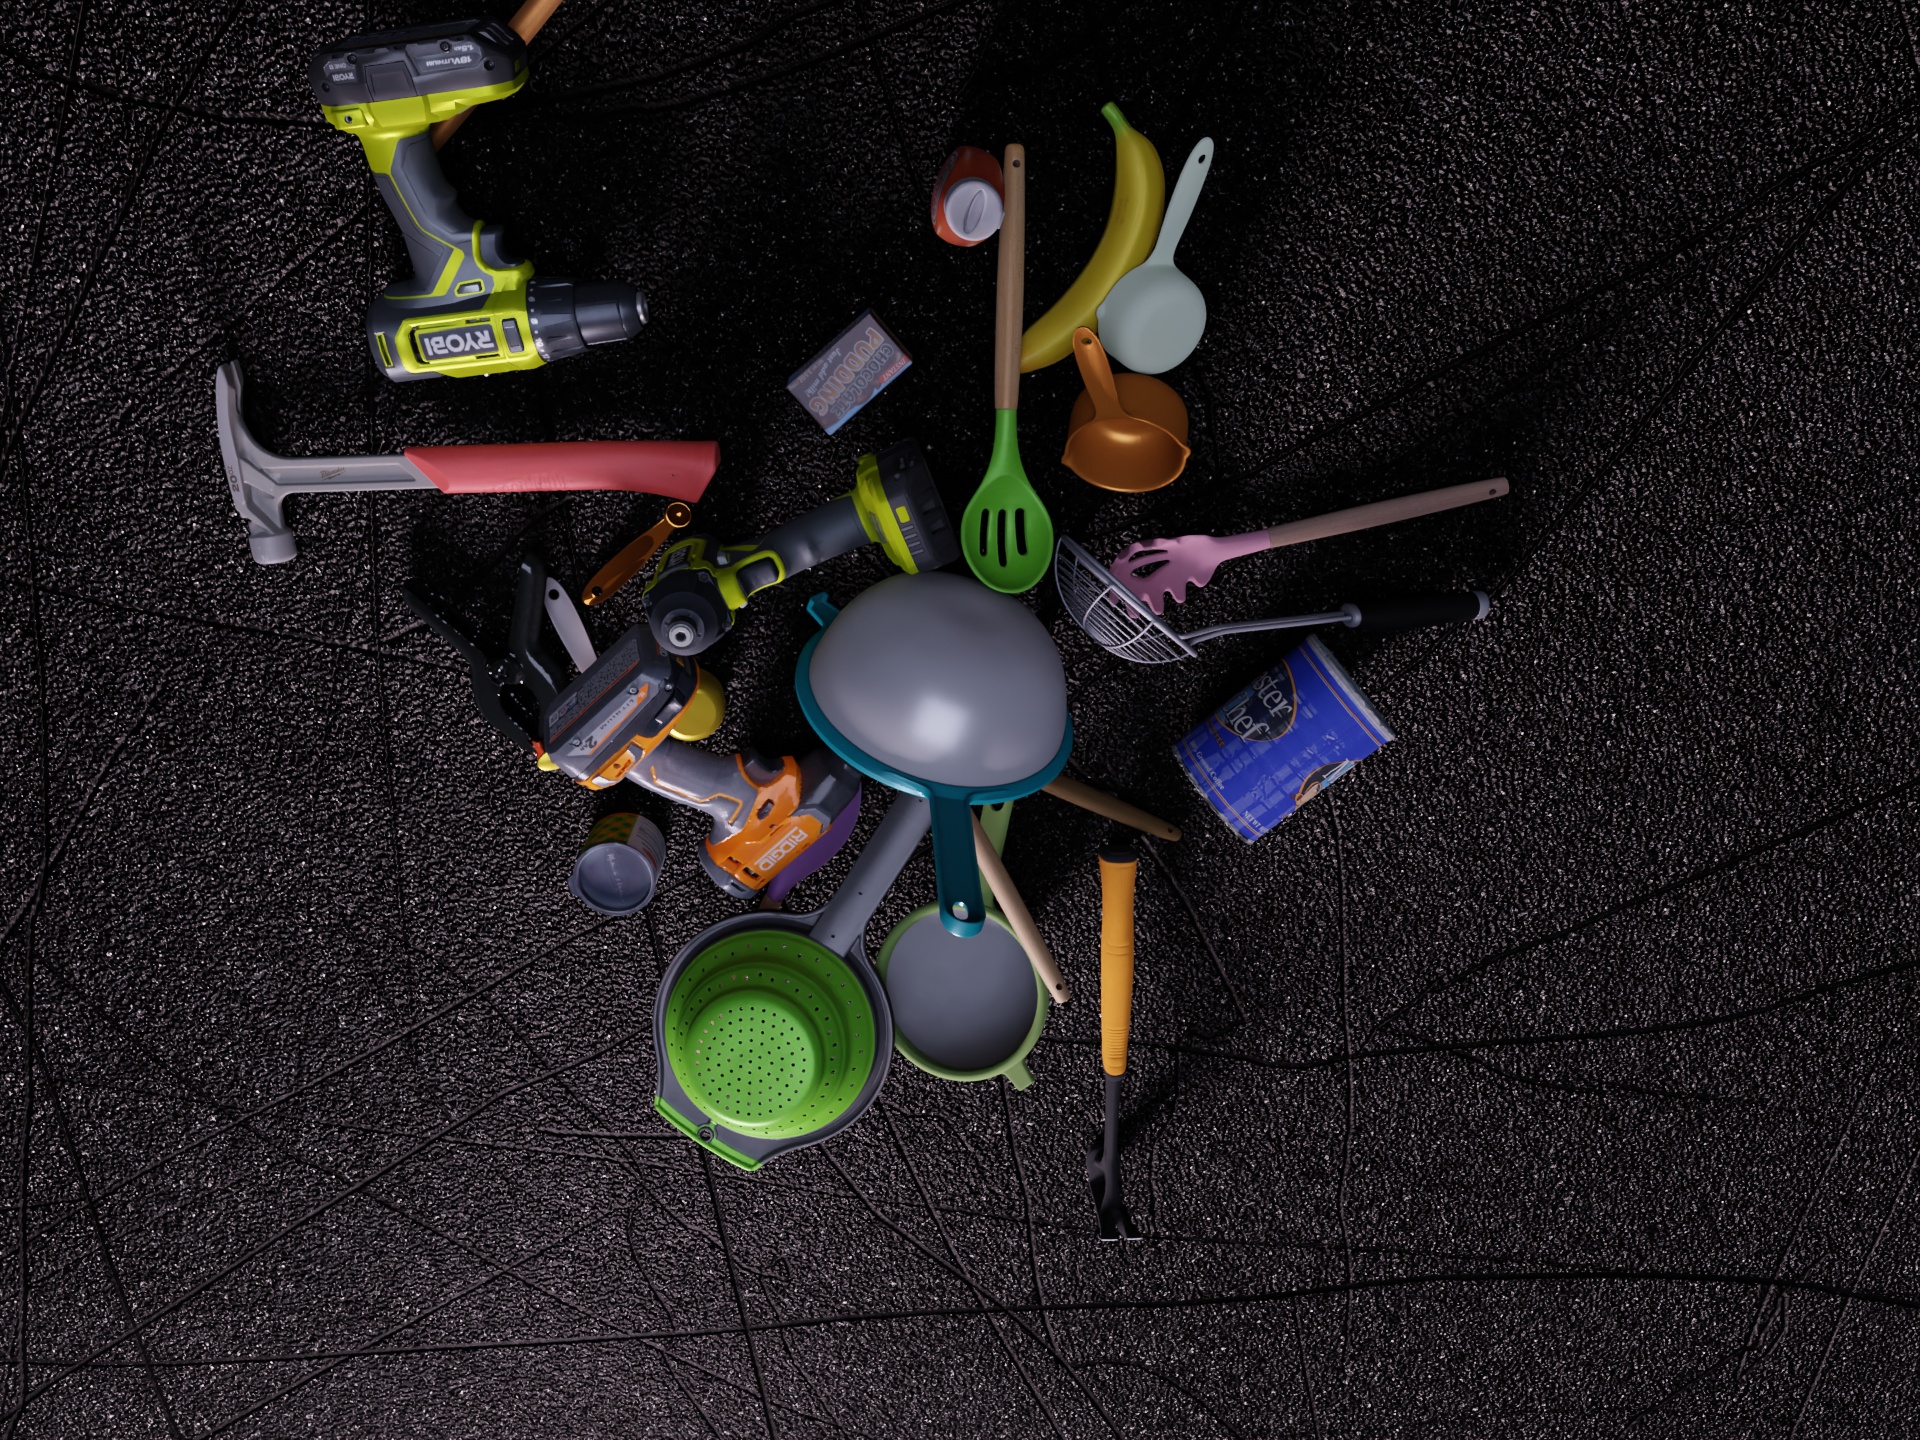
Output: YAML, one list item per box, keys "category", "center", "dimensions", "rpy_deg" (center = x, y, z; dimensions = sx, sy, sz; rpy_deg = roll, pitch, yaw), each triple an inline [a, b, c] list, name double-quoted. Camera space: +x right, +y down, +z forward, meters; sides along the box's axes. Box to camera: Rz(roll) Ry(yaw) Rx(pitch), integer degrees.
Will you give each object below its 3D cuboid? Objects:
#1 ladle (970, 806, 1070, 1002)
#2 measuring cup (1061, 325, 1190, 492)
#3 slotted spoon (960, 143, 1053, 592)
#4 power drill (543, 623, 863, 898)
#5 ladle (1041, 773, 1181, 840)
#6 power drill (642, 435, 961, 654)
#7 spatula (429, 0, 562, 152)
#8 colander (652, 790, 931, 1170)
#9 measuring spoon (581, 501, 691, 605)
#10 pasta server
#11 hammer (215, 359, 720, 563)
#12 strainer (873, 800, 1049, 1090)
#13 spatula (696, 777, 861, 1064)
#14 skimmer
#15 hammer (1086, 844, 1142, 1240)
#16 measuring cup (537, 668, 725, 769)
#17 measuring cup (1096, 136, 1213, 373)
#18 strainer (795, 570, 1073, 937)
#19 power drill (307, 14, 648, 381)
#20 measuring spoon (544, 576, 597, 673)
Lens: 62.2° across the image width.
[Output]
- category: "ladle"
  center: [0.005, 0.084, 1.256]
  dimensions: [0.078, 0.062, 0.320]
  rpy_deg: [-31, 101, -15]
- category: "measuring cup"
  center: [0.109, -0.233, 1.125]
  dimensions: [0.095, 0.052, 0.173]
  rpy_deg: [-1, 149, 20]
- category: "slotted spoon"
  center: [0.036, -0.249, 1.140]
  dimensions: [0.070, 0.031, 0.313]
  rpy_deg: [-1, 99, -14]
- category: "power drill"
  center: [-0.184, 0.027, 1.218]
  dimensions: [0.164, 0.084, 0.226]
  rpy_deg: [-40, 125, 13]
- category: "ladle"
  center: [0.056, 0.043, 1.244]
  dimensions: [0.315, 0.031, 0.069]
  rpy_deg: [23, 68, -30]
- category: "power drill"
  center: [-0.118, -0.118, 1.145]
  dimensions: [0.223, 0.171, 0.080]
  rpy_deg: [-23, 111, 4]
- category: "spatula"
  center: [-0.264, -0.497, 1.066]
  dimensions: [0.322, 0.041, 0.081]
  rpy_deg: [-42, 108, 18]
- category: "colander"
  center: [-0.115, 0.192, 1.270]
  dimensions: [0.204, 0.094, 0.397]
  rpy_deg: [33, 97, 1]
- category: "measuring spoon"
  center: [-0.250, -0.128, 1.223]
  dimensions: [0.117, 0.011, 0.021]
  rpy_deg: [-39, 108, 17]
- category: "pasta server"
  center: [0.264, -0.142, 1.216]
  dimensions: [0.316, 0.040, 0.060]
  rpy_deg: [-12, 124, 2]
- category: "hammer"
  center: [-0.360, -0.196, 1.177]
  dimensions: [0.359, 0.037, 0.149]
  rpy_deg: [-2, 112, 0]
- category: "strainer"
  center: [0.018, 0.169, 1.327]
  dimensions: [0.151, 0.069, 0.256]
  rpy_deg: [13, 94, 17]
- category: "spatula"
  center: [-0.165, 0.170, 1.340]
  dimensions: [0.059, 0.018, 0.316]
  rpy_deg: [24, 108, -12]
- category: "skimmer"
  center: [0.241, -0.099, 1.175]
  dimensions: [0.363, 0.127, 0.090]
  rpy_deg: [-6, 119, -19]
- category: "hammer"
  center: [0.131, 0.268, 1.344]
  dimensions: [0.034, 0.127, 0.336]
  rpy_deg: [-1, 106, -3]
- category: "measuring cup"
  center: [-0.258, 0.009, 1.248]
  dimensions: [0.156, 0.029, 0.062]
  rpy_deg: [-24, 121, -6]
- category: "measuring cup"
  center: [0.151, -0.318, 1.109]
  dimensions: [0.083, 0.038, 0.167]
  rpy_deg: [-7, 133, -31]
- category: "strainer"
  center: [-0.002, -0.003, 1.095]
  dimensions: [0.211, 0.341, 0.095]
  rpy_deg: [10, 127, -14]
- category: "power drill"
  center: [-0.327, -0.348, 1.083]
  dimensions: [0.190, 0.080, 0.228]
  rpy_deg: [-7, 123, 2]
- category: "measuring spoon"
  center: [-0.297, -0.057, 1.249]
  dimensions: [0.034, 0.018, 0.124]
  rpy_deg: [-24, 104, -1]
